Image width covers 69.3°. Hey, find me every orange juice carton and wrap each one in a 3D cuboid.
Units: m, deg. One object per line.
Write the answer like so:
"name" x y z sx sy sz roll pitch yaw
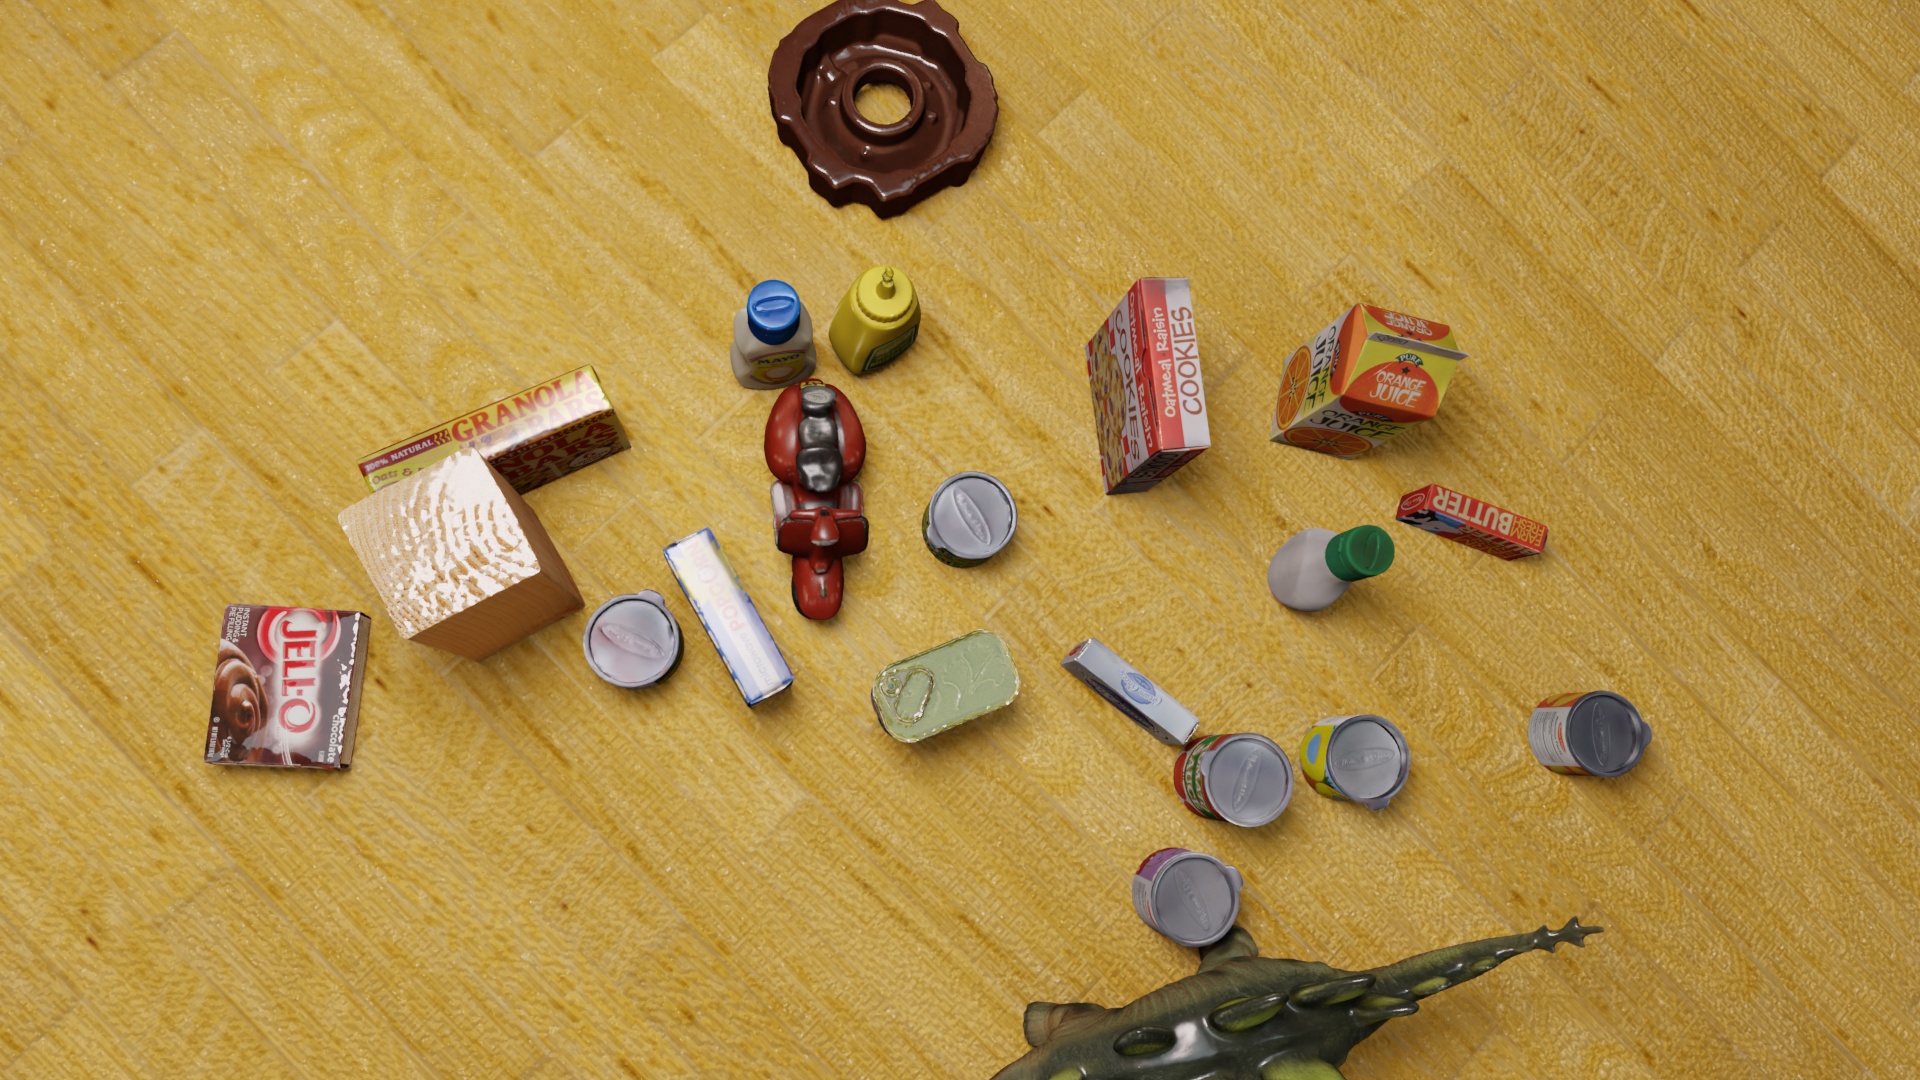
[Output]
"orange juice carton" 0.302 -0.120 1.037 0.072 0.192 0.073 13 80 -5

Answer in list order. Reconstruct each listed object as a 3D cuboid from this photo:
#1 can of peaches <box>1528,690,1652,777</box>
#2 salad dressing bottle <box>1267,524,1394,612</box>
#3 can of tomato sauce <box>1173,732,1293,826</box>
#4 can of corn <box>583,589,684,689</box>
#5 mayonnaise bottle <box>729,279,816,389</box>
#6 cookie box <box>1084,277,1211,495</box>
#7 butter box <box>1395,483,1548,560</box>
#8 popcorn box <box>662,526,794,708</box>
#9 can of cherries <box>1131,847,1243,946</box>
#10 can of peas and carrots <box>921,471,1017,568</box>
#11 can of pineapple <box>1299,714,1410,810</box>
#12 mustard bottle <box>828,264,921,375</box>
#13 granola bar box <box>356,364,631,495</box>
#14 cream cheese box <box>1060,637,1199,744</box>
"can of peaches" 0.491 0.152 1.087 0.071 0.058 0.071 1 81 -8
"salad dressing bottle" 0.274 0.018 1.033 0.044 0.147 0.064 15 80 -5
"can of tomato sauce" 0.199 0.176 1.030 0.071 0.083 0.071 1 81 -7
"can of corn" -0.233 0.072 1.001 0.071 0.058 0.071 1 81 -8
"mayonnaise bottle" -0.135 -0.147 1.004 0.065 0.148 0.041 -11 83 -9
"cookie box" 0.134 -0.109 1.025 0.040 0.167 0.123 -5 82 -8
"butter box" 0.406 -0.014 1.105 0.103 0.053 0.024 20 79 -4
"popcorn box" -0.166 0.058 0.999 0.038 0.085 0.126 -29 86 -11
"can of cherries" 0.167 0.261 1.025 0.071 0.058 0.071 1 81 -8
"can of peas and carrots" 0.004 -0.013 1.047 0.071 0.058 0.071 1 81 -8
"can of pineapple" 0.299 0.168 1.058 0.071 0.057 0.071 1 81 -8
"mustard bottle" -0.060 -0.165 1.011 0.065 0.160 0.049 -33 87 -11
"granola bar box" -0.322 -0.062 0.977 0.166 0.124 0.039 -25 85 -11
"cream cheese box" 0.127 0.114 1.046 0.104 0.053 0.024 38 79 -1
